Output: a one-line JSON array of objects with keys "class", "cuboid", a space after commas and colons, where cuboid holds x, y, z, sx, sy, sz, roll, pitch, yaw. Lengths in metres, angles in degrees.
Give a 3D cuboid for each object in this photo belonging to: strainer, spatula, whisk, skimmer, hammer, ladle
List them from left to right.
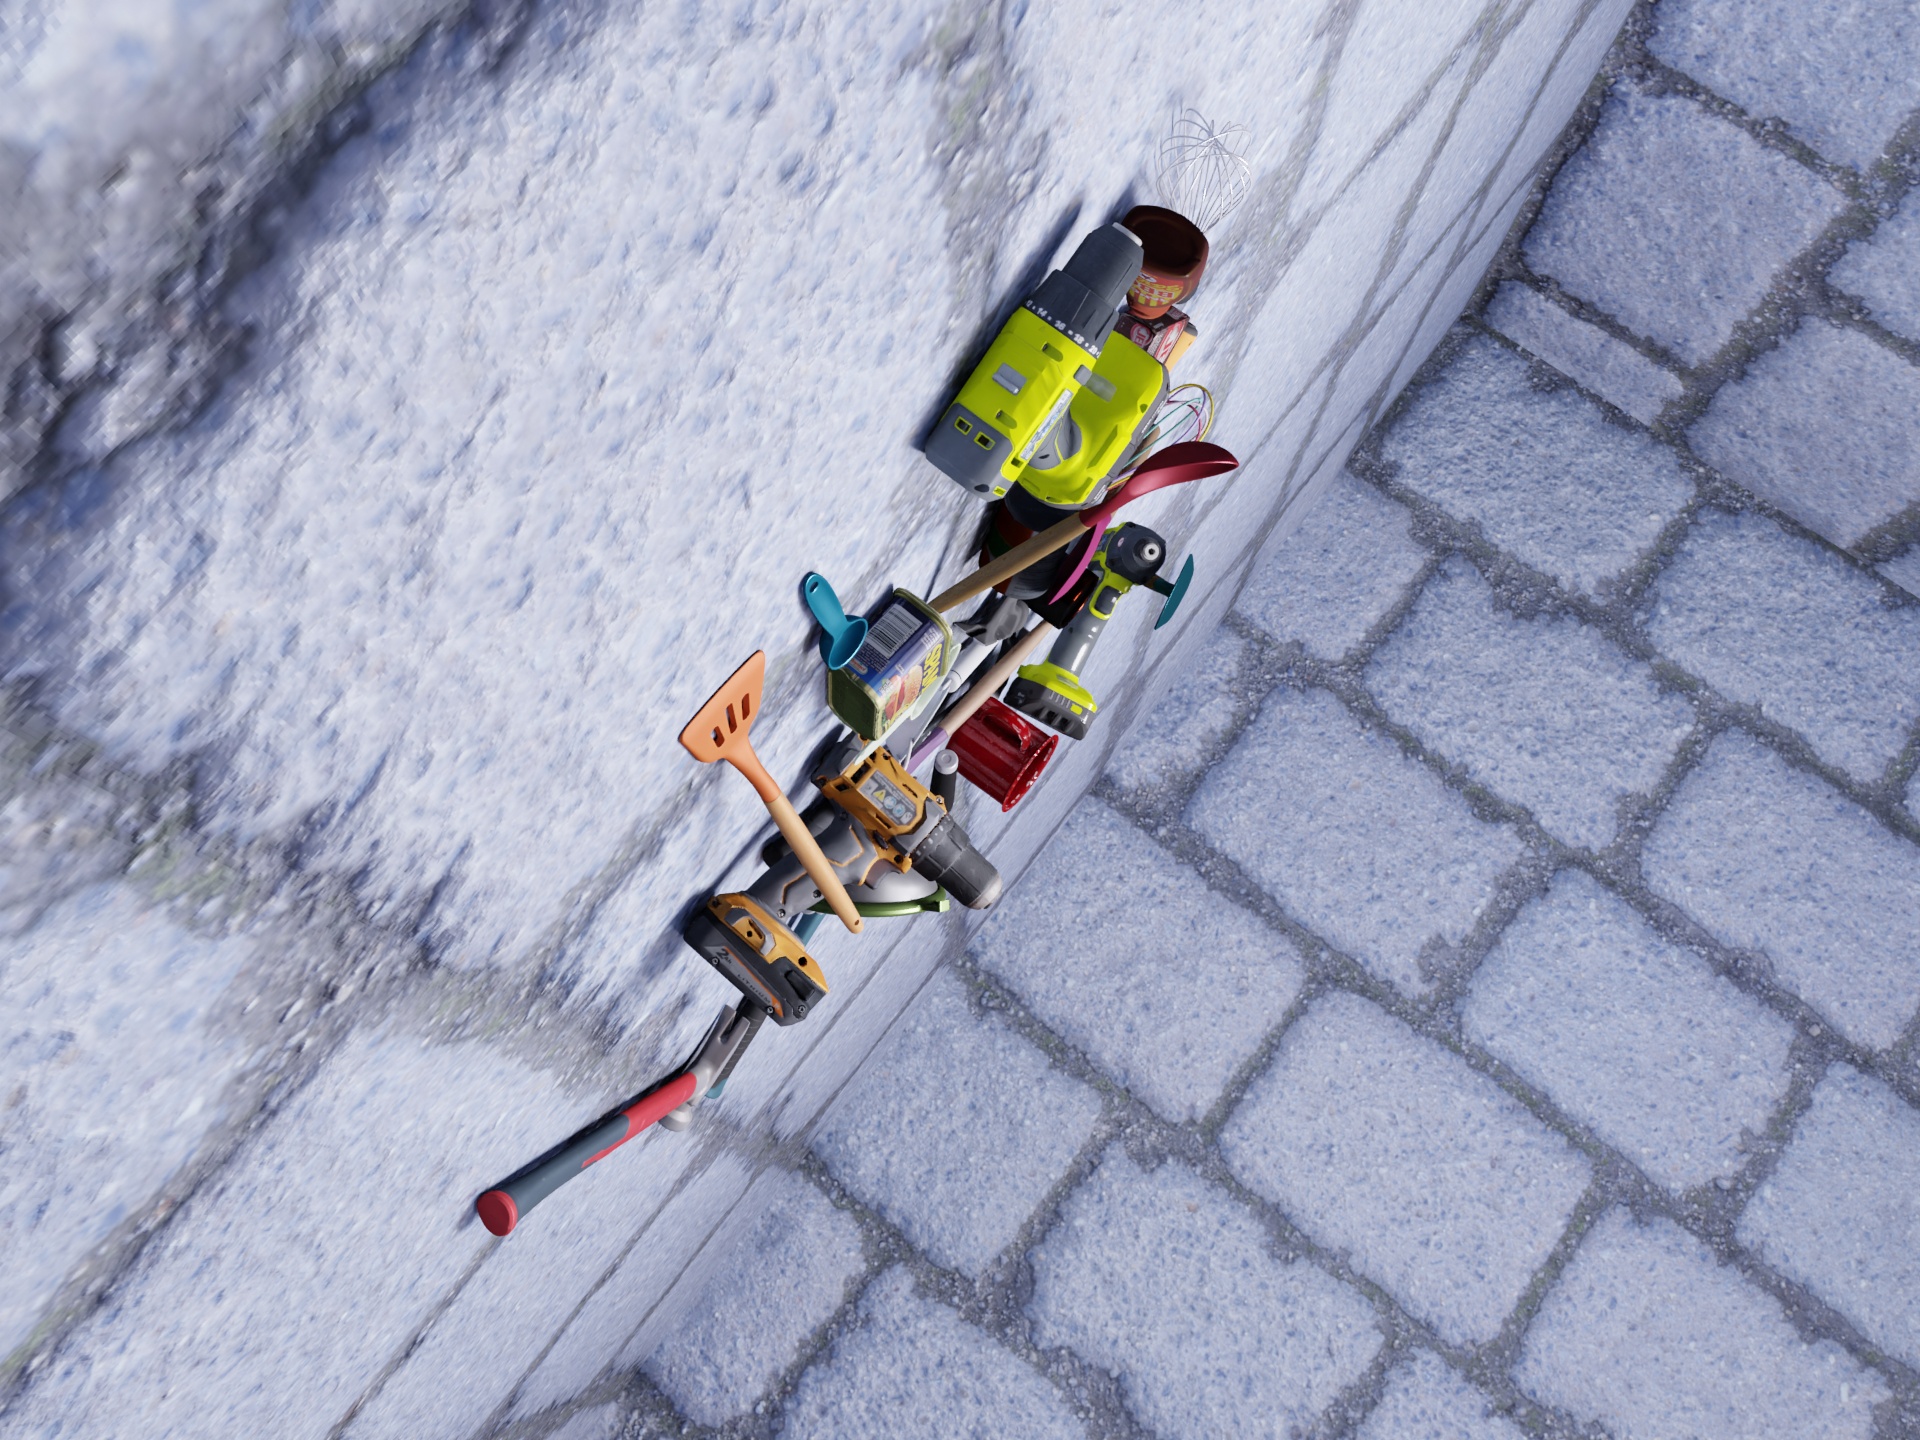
[{"class": "hammer", "cuboid": [-0.311, 0.367, 1.454, 0.143, 0.038, 0.386, -57, 169, 12]}, {"class": "hammer", "cuboid": [-0.199, 0.277, 1.665, 0.331, 0.033, 0.128, -58, 167, 24]}, {"class": "spatula", "cuboid": [-0.121, 0.070, 1.136, 0.081, 0.041, 0.322, -49, 143, -20]}, {"class": "strainer", "cuboid": [-0.090, 0.125, 1.529, 0.256, 0.151, 0.069, -109, -159, -81]}, {"class": "hammer", "cuboid": [-0.054, 0.030, 1.495, 0.409, 0.036, 0.149, -41, 163, -48]}, {"class": "skimmer", "cuboid": [-0.049, 0.104, 1.646, 0.127, 0.090, 0.363, -38, 161, -23]}, {"class": "strainer", "cuboid": [-0.015, -0.033, 1.453, 0.086, 0.050, 0.258, -50, 179, 39]}, {"class": "spatula", "cuboid": [-0.002, -0.005, 1.475, 0.316, 0.018, 0.059, -46, 175, -36]}, {"class": "ladle", "cuboid": [0.077, -0.139, 1.192, 0.069, 0.031, 0.315, -2, 163, -45]}, {"class": "hammer", "cuboid": [0.106, -0.211, 1.419, 0.336, 0.034, 0.127, -58, 170, 20]}, {"class": "whisk", "cuboid": [0.116, -0.195, 1.317, 0.245, 0.047, 0.051, -37, -176, 37]}, {"class": "spatula", "cuboid": [0.197, -0.155, 1.703, 0.082, 0.044, 0.318, -66, -165, 9]}, {"class": "whisk", "cuboid": [0.170, -0.365, 1.167, 0.070, 0.070, 0.284, -53, 174, -2]}]

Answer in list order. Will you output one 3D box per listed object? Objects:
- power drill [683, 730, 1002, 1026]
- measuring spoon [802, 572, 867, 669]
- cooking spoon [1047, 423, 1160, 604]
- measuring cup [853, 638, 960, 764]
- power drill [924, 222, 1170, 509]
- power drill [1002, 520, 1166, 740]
[{"class": "power drill", "cuboid": [-0.092, 0.145, 1.304, 0.226, 0.185, 0.084, -48, -175, -11]}, {"class": "measuring spoon", "cuboid": [-0.092, -0.073, 1.071, 0.042, 0.021, 0.128, -52, 160, -11]}, {"class": "cooking spoon", "cuboid": [0.133, -0.191, 1.397, 0.068, 0.017, 0.319, -52, -175, 40]}, {"class": "measuring cup", "cuboid": [-0.056, -0.019, 1.292, 0.168, 0.038, 0.083, -48, 170, -47]}, {"class": "power drill", "cuboid": [0.076, -0.235, 1.104, 0.190, 0.080, 0.228, -54, 167, 11]}, {"class": "power drill", "cuboid": [0.134, -0.097, 1.630, 0.223, 0.080, 0.171, -63, -171, 0]}]
